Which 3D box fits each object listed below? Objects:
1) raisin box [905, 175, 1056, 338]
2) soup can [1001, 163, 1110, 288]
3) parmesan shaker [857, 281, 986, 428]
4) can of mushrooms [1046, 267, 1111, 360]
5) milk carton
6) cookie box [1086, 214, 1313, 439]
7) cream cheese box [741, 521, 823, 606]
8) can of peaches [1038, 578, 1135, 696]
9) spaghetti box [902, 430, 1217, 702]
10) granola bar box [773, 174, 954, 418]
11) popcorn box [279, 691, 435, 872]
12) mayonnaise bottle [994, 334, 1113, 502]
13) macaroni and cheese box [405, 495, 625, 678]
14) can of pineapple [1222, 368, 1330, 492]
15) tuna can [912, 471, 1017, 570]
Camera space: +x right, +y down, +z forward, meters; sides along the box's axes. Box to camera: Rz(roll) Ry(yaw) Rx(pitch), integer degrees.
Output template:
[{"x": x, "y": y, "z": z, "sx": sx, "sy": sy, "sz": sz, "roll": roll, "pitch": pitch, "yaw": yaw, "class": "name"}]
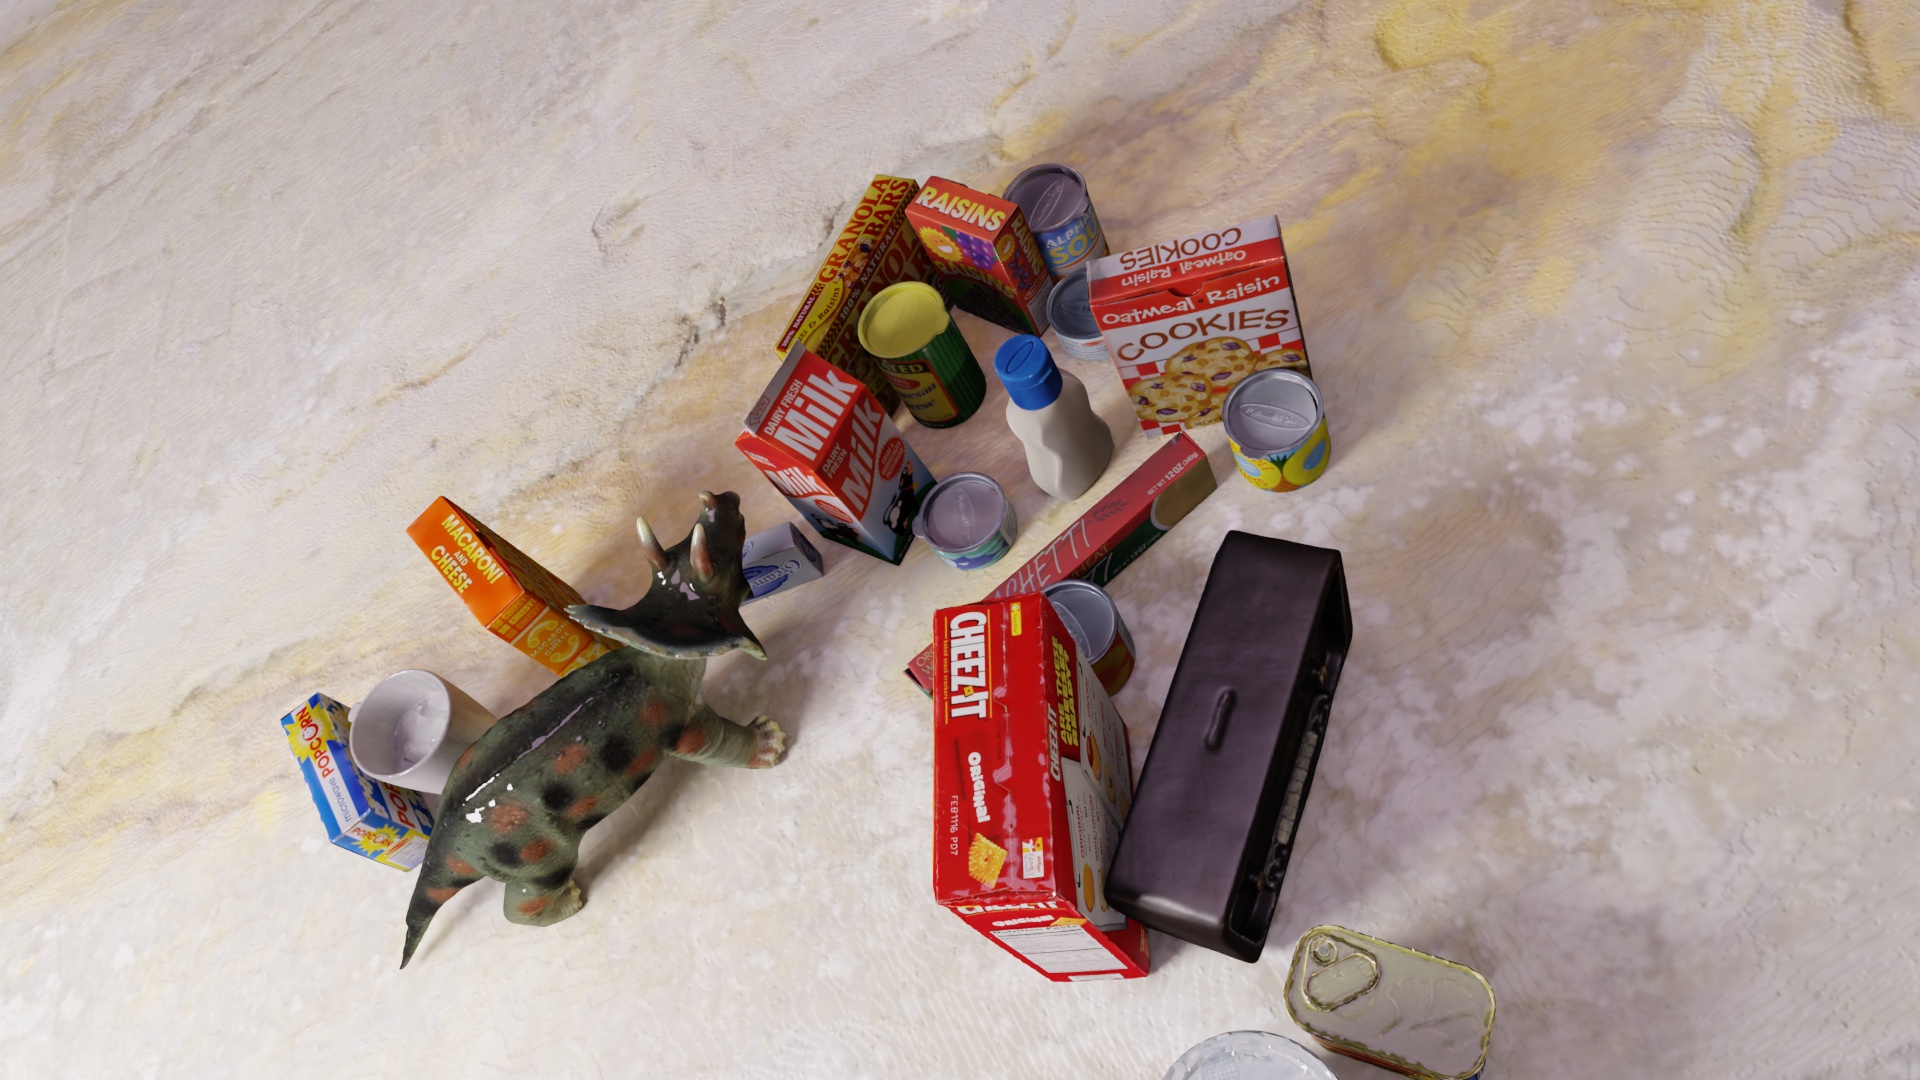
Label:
[{"x": 0.020, "y": -0.213, "z": 1.048, "sx": 0.086, "sy": 0.123, "sz": 0.040, "roll": 28, "pitch": 76, "yaw": 31, "class": "raisin box"}, {"x": 0.076, "y": -0.235, "z": 1.062, "sx": 0.071, "sy": 0.083, "sz": 0.071, "roll": -9, "pitch": 60, "yaw": 17, "class": "soup can"}, {"x": -0.024, "y": -0.135, "z": 1.035, "sx": 0.071, "sy": 0.102, "sz": 0.071, "roll": -9, "pitch": 60, "yaw": 17, "class": "parmesan shaker"}, {"x": 0.102, "y": -0.173, "z": 1.048, "sx": 0.071, "sy": 0.033, "sz": 0.071, "roll": -9, "pitch": 60, "yaw": 16, "class": "can of mushrooms"}, {"x": -0.090, "y": -0.061, "z": 0.967, "sx": 0.073, "sy": 0.190, "sz": 0.072, "roll": 20, "pitch": 72, "yaw": 29, "class": "milk carton"}, {"x": 0.164, "y": -0.136, "z": 0.925, "sx": 0.123, "sy": 0.167, "sz": 0.040, "roll": -12, "pitch": 60, "yaw": 15, "class": "cookie box"}, {"x": -0.159, "y": 0.023, "z": 1.030, "sx": 0.104, "sy": 0.053, "sz": 0.024, "roll": -20, "pitch": 58, "yaw": 10, "class": "cream cheese box"}, {"x": 0.076, "y": 0.068, "z": 0.913, "sx": 0.071, "sy": 0.058, "sz": 0.071, "roll": -9, "pitch": 60, "yaw": 16, "class": "can of peaches"}, {"x": 0.070, "y": 0.024, "z": 0.944, "sx": 0.250, "sy": 0.050, "sz": 0.029, "roll": -40, "pitch": 57, "yaw": -3, "class": "spaghetti box"}, {"x": -0.065, "y": -0.175, "z": 1.059, "sx": 0.039, "sy": 0.124, "sz": 0.166, "roll": 18, "pitch": 71, "yaw": 28, "class": "granola bar box"}, {"x": -0.446, "y": 0.180, "z": 1.036, "sx": 0.038, "sy": 0.085, "sz": 0.127, "roll": -40, "pitch": 57, "yaw": -3, "class": "popcorn box"}, {"x": 0.062, "y": -0.085, "z": 0.948, "sx": 0.041, "sy": 0.147, "sz": 0.065, "roll": 31, "pitch": 78, "yaw": 31, "class": "mayonnaise bottle"}, {"x": -0.309, "y": 0.048, "z": 1.007, "sx": 0.040, "sy": 0.166, "sz": 0.124, "roll": -46, "pitch": 57, "yaw": -7, "class": "macaroni and cheese box"}, {"x": 0.213, "y": -0.072, "z": 0.937, "sx": 0.071, "sy": 0.057, "sz": 0.071, "roll": -9, "pitch": 60, "yaw": 16, "class": "can of pineapple"}, {"x": 0.004, "y": -0.013, "z": 0.999, "sx": 0.071, "sy": 0.032, "sz": 0.071, "roll": -9, "pitch": 60, "yaw": 16, "class": "tuna can"}]
